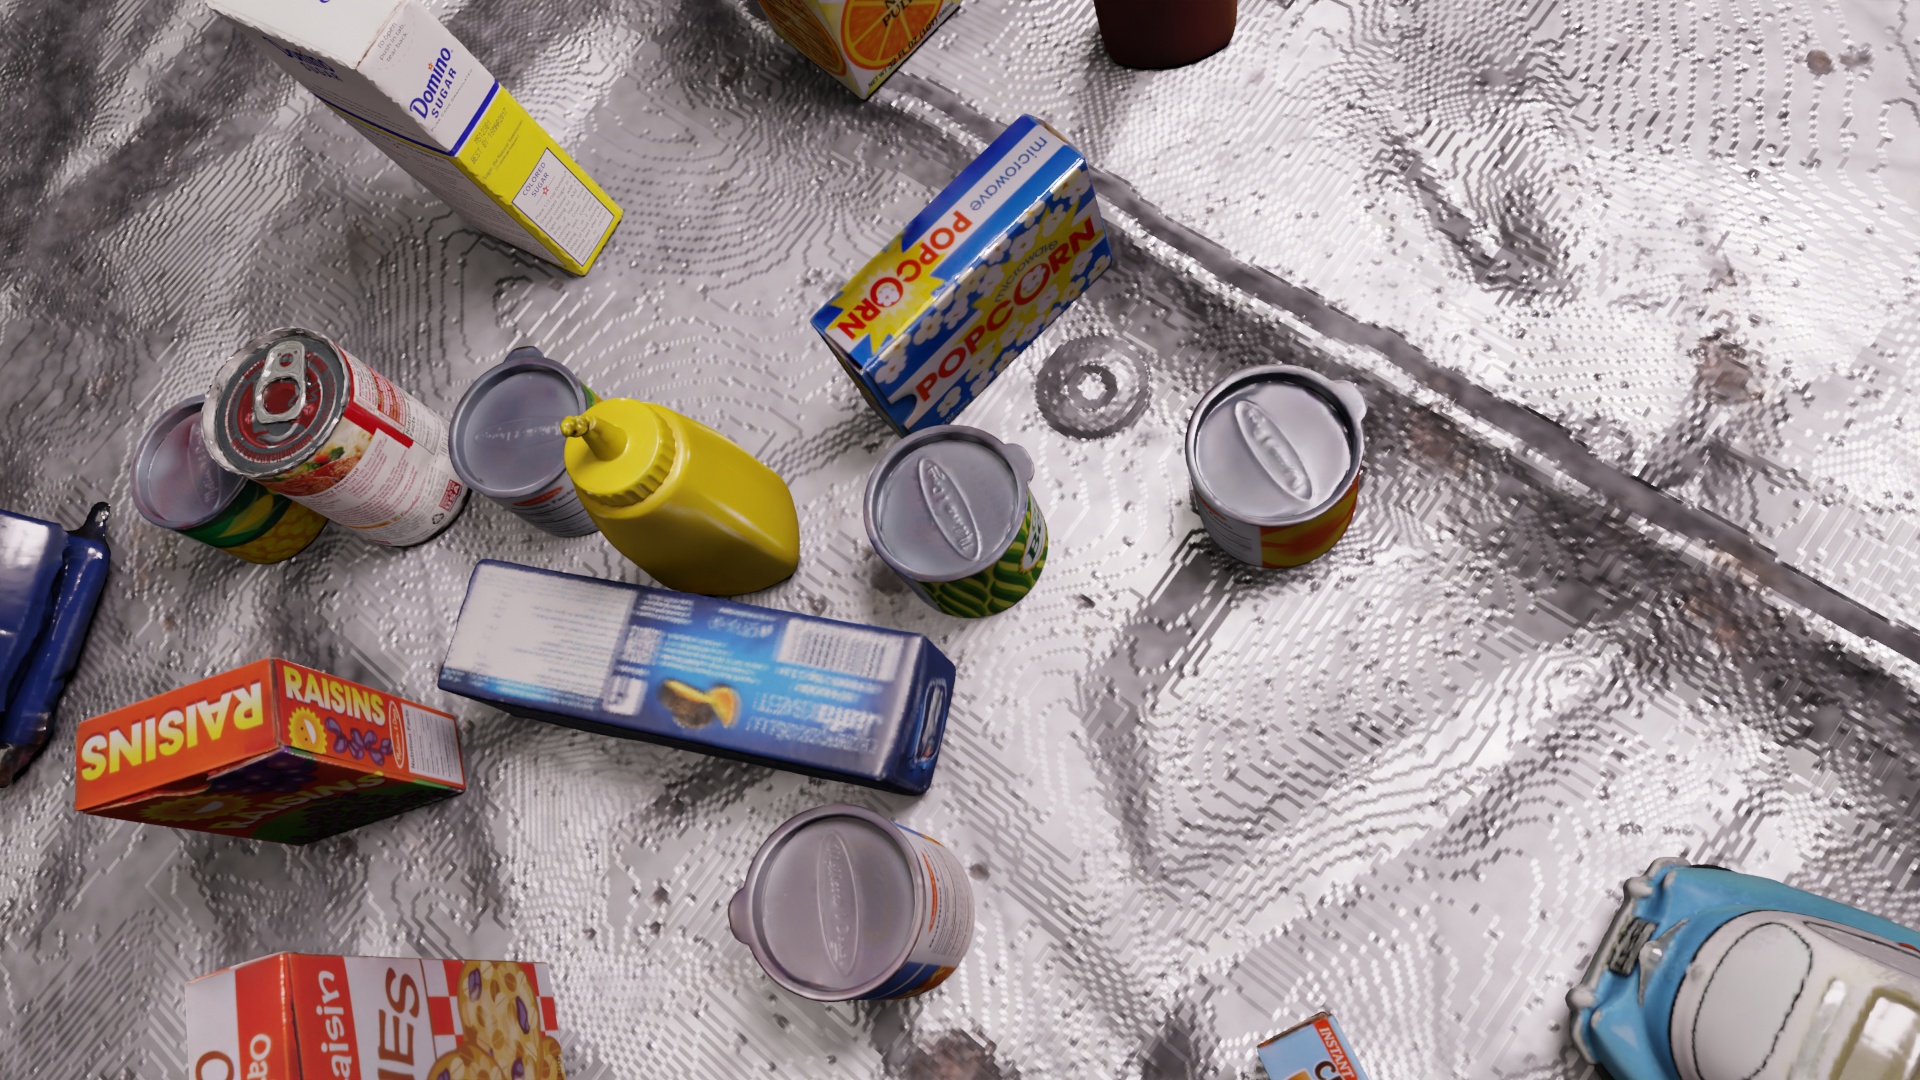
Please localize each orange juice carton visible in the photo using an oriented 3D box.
[{"bbox_3d":[-0.068,-0.290,0.609,0.073,0.192,0.072,41,85,22],"label":"orange juice carton"}]

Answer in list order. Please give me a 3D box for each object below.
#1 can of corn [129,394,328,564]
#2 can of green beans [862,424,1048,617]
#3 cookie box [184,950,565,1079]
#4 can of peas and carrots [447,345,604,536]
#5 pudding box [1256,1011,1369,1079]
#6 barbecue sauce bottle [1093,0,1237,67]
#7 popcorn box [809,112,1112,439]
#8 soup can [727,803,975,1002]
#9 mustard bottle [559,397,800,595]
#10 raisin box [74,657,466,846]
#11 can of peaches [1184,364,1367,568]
[{"bbox_3d":[-0.339,-0.029,0.656,0.071,0.058,0.071,-4,71,12],"label":"can of corn"},{"bbox_3d":[0.000,-0.006,0.569,0.071,0.057,0.071,-4,71,12],"label":"can of green beans"},{"bbox_3d":[-0.189,0.210,0.480,0.040,0.167,0.123,-19,69,7],"label":"cookie box"},{"bbox_3d":[-0.185,-0.043,0.624,0.071,0.058,0.071,-4,71,12],"label":"can of peas and carrots"},{"bbox_3d":[0.133,0.204,0.470,0.030,0.049,0.084,-28,68,3],"label":"pudding box"},{"bbox_3d":[0.083,-0.263,0.588,0.065,0.148,0.044,-6,71,11],"label":"barbecue sauce bottle"},{"bbox_3d":[0.004,-0.106,0.587,0.127,0.085,0.038,-45,68,-4],"label":"popcorn box"},{"bbox_3d":[-0.037,0.136,0.515,0.071,0.083,0.071,-4,71,12],"label":"soup can"},{"bbox_3d":[-0.113,-0.020,0.545,0.065,0.160,0.049,-13,70,9],"label":"mustard bottle"},{"bbox_3d":[-0.275,0.090,0.565,0.086,0.123,0.040,-18,69,7],"label":"raisin box"},{"bbox_3d":[0.126,-0.029,0.547,0.071,0.058,0.071,-4,71,12],"label":"can of peaches"}]
